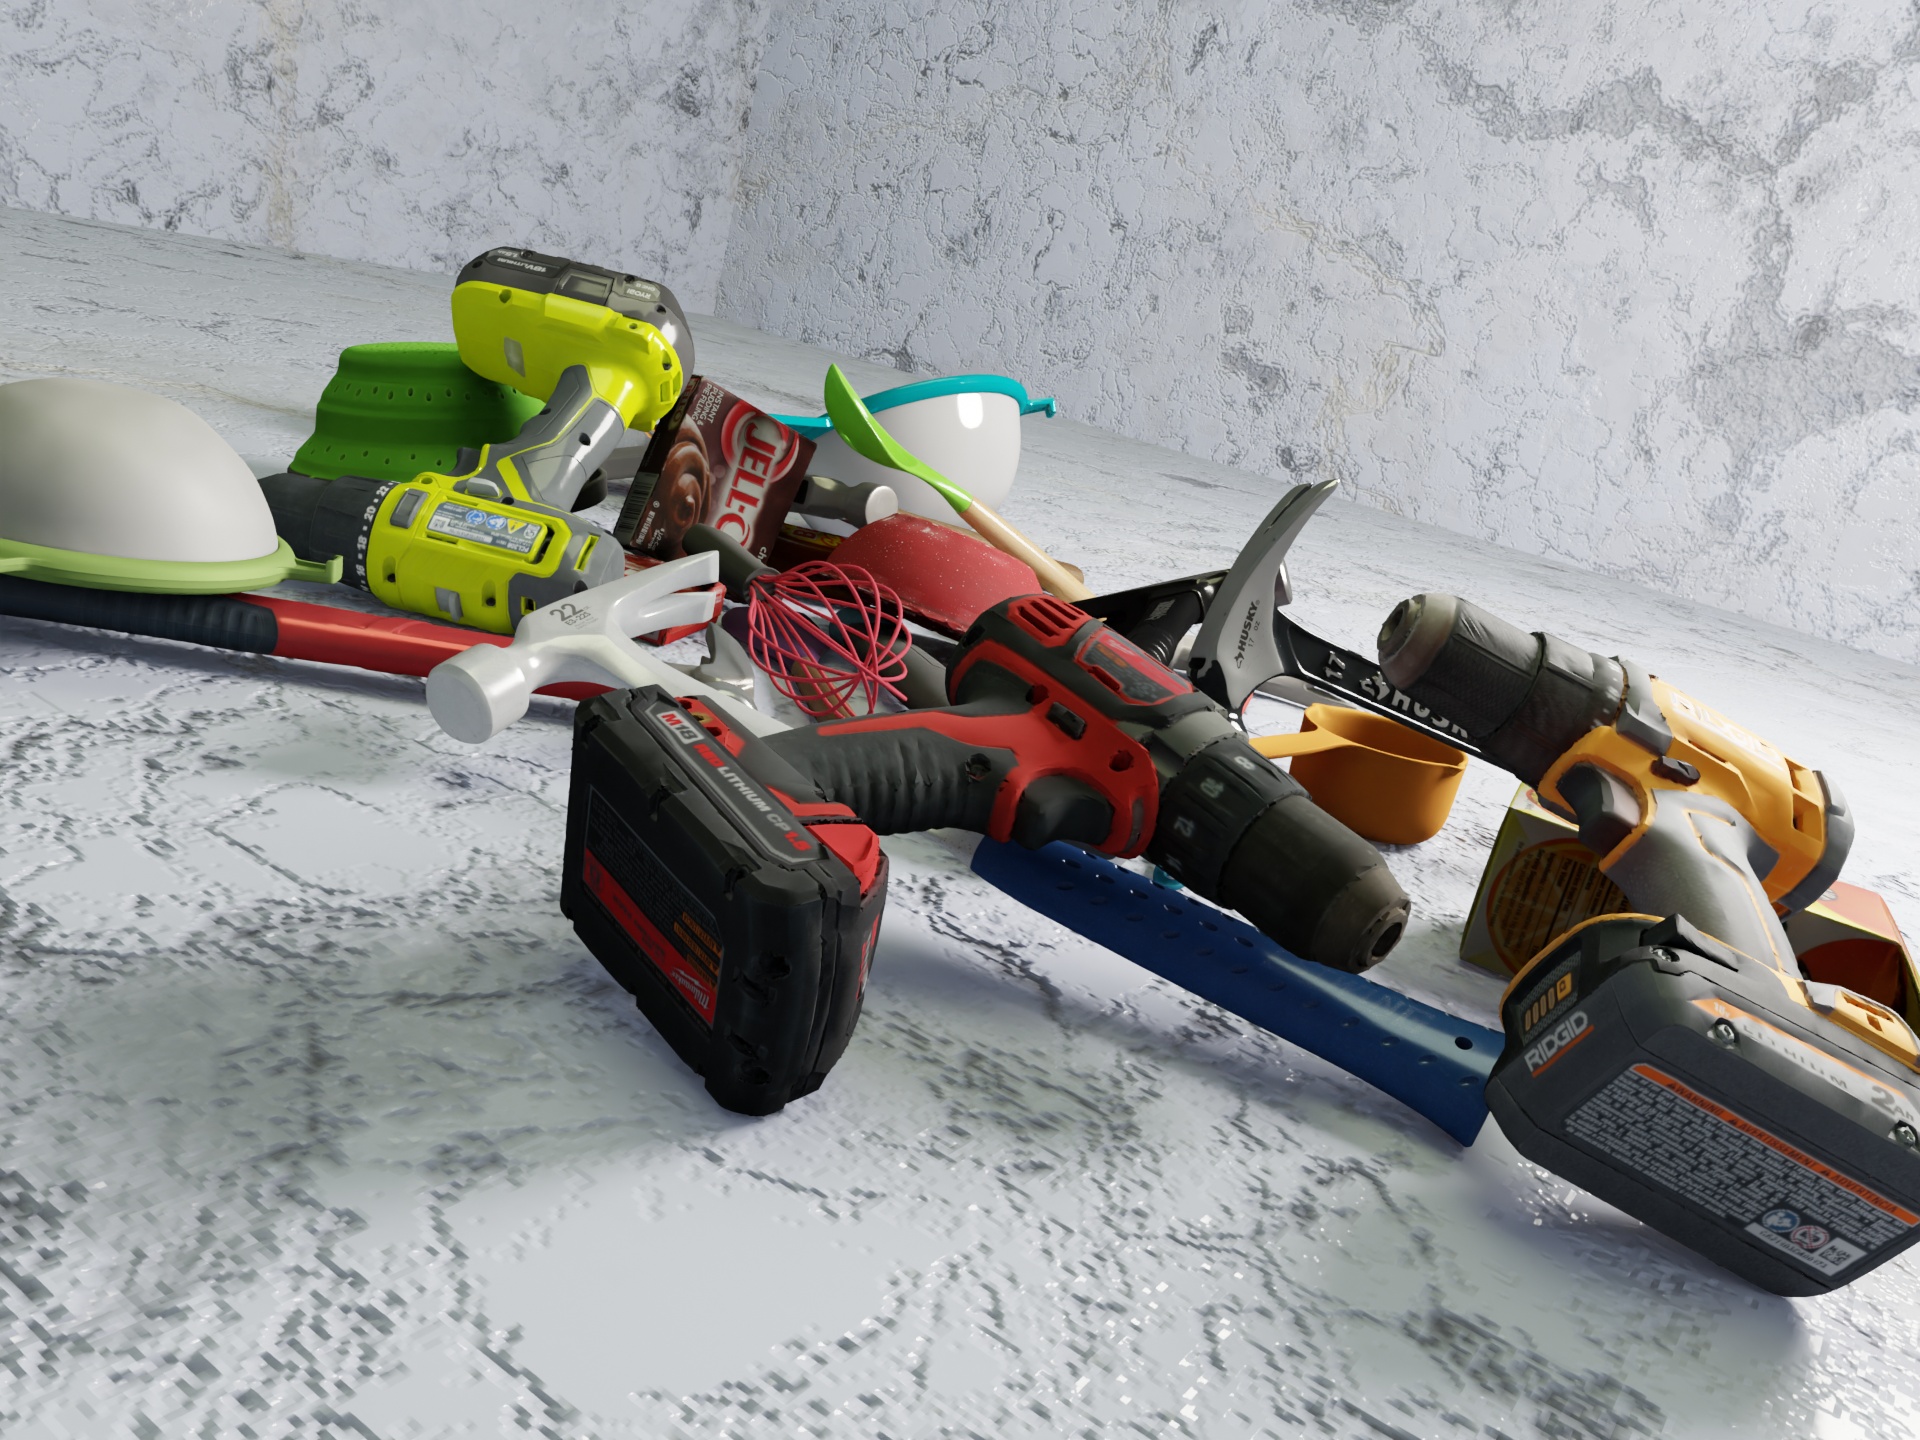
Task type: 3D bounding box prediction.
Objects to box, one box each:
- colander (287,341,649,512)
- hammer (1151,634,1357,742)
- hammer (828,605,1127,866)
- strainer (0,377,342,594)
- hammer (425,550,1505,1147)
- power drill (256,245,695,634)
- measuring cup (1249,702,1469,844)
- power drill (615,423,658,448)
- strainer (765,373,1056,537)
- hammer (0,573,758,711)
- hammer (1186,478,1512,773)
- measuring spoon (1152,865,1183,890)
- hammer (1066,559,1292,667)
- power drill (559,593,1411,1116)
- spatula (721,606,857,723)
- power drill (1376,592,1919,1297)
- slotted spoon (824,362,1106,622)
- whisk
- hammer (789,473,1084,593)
[{"bbox_3d":[-0.276,-0.201,1.051,0.205,0.094,0.397,14,20,34],"label":"colander"},{"bbox_3d":[0.158,-0.010,0.928,0.149,0.036,0.359,17,12,11],"label":"hammer"},{"bbox_3d":[-0.001,-0.003,0.797,0.128,0.033,0.331,3,17,-22],"label":"hammer"},{"bbox_3d":[-0.389,-0.120,0.683,0.257,0.069,0.151,24,17,36],"label":"strainer"},{"bbox_3d":[0.004,0.038,0.589,0.406,0.035,0.144,25,37,20],"label":"hammer"},{"bbox_3d":[-0.254,-0.150,0.857,0.190,0.080,0.229,14,54,1],"label":"power drill"},{"bbox_3d":[0.187,0.032,0.813,0.173,0.052,0.095,-3,23,-42],"label":"measuring cup"},{"bbox_3d":[-0.295,-0.228,1.262,0.226,0.084,0.164,12,15,-22],"label":"power drill"},{"bbox_3d":[-0.071,-0.177,1.175,0.211,0.095,0.340,-20,-5,32],"label":"strainer"},{"bbox_3d":[-0.284,-0.043,0.698,0.386,0.038,0.143,9,15,-15],"label":"hammer"},{"bbox_3d":[0.287,0.014,0.797,0.408,0.149,0.036,20,-6,-25],"label":"hammer"},{"bbox_3d":[0.112,0.059,0.732,0.042,0.021,0.128,8,22,23],"label":"measuring spoon"},{"bbox_3d":[0.098,-0.041,0.861,0.146,0.035,0.335,-12,9,16],"label":"hammer"},{"bbox_3d":[0.012,0.038,0.495,0.226,0.080,0.188,-16,42,-39],"label":"power drill"},{"bbox_3d":[-0.079,-0.020,0.828,0.059,0.018,0.316,4,17,-18],"label":"spatula"},{"bbox_3d":[0.222,0.052,0.534,0.185,0.084,0.226,29,37,-4],"label":"power drill"},{"bbox_3d":[0.020,-0.126,1.038,0.313,0.031,0.070,35,18,-35],"label":"slotted spoon"},{"bbox_3d":[-0.094,-0.063,0.809,0.073,0.073,0.296,6,15,-26],"label":"whisk"},{"bbox_3d":[-0.013,-0.129,1.134,0.130,0.031,0.331,17,4,36],"label":"hammer"}]
